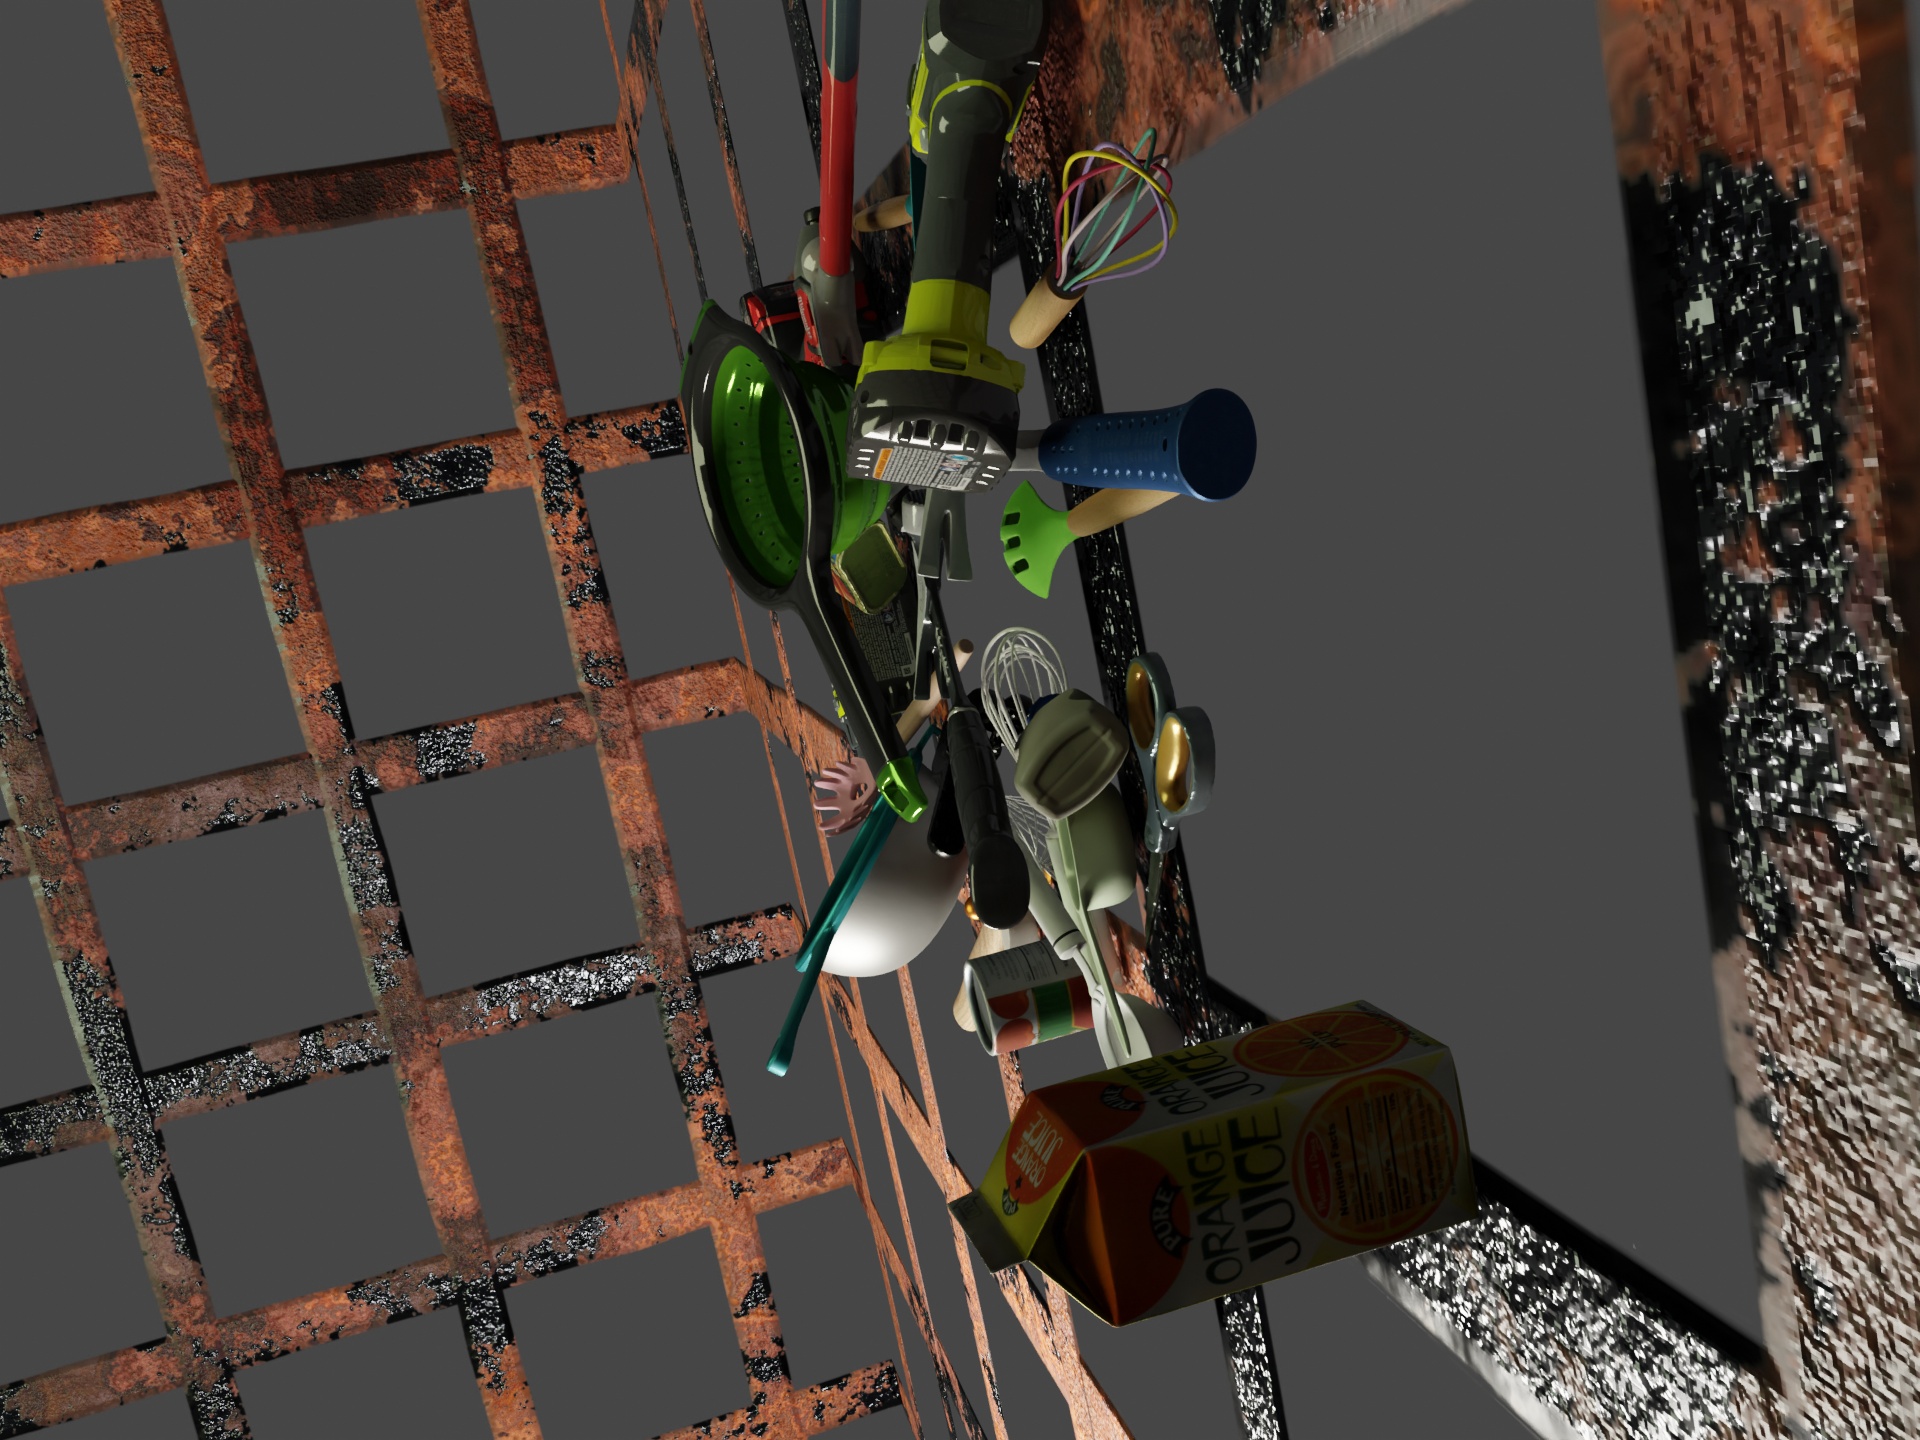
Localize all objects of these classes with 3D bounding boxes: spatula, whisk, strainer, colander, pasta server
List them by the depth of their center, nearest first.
[{"bbox_3d":[0.052,-0.216,0.742,0.245,0.047,0.051,174,100,-81],"label":"whisk"},{"bbox_3d":[0.071,0.139,0.947,0.259,0.050,0.086,57,158,27],"label":"strainer"},{"bbox_3d":[0.063,0.061,0.988,0.058,0.059,0.246,-27,-77,-58],"label":"whisk"},{"bbox_3d":[-0.045,-0.336,1.038,0.318,0.044,0.082,-137,43,-70],"label":"spatula"},{"bbox_3d":[-0.079,-0.116,1.110,0.397,0.094,0.204,65,150,19],"label":"colander"},{"bbox_3d":[0.024,0.062,1.140,0.285,0.070,0.070,-131,29,-73],"label":"whisk"},{"bbox_3d":[-0.065,0.171,1.288,0.211,0.095,0.341,-58,7,37],"label":"strainer"},{"bbox_3d":[-0.057,0.015,1.309,0.316,0.040,0.060,128,132,-56],"label":"pasta server"}]

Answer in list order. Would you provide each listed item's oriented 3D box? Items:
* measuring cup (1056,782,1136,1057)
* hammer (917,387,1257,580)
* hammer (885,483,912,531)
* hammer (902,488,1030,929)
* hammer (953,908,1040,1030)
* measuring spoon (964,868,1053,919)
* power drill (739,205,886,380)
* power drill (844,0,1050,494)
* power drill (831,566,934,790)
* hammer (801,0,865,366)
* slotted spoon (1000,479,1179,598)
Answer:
[{"bbox_3d":[0.087,0.107,0.892,0.083,0.038,0.168,83,174,-58],"label":"measuring cup"},{"bbox_3d":[0.044,-0.130,0.799,0.406,0.035,0.144,-149,65,-72],"label":"hammer"},{"bbox_3d":[-0.097,-0.181,1.366,0.127,0.034,0.337,46,170,-1],"label":"hammer"},{"bbox_3d":[-0.002,-0.003,0.948,0.409,0.036,0.149,-103,10,-62],"label":"hammer"},{"bbox_3d":[0.023,0.200,1.328,0.331,0.031,0.130,101,153,-62],"label":"hammer"},{"bbox_3d":[0.033,0.126,1.160,0.117,0.011,0.021,-32,69,54],"label":"measuring spoon"},{"bbox_3d":[-0.118,-0.327,1.301,0.220,0.078,0.143,-171,67,-73],"label":"power drill"},{"bbox_3d":[-0.005,-0.233,0.790,0.171,0.080,0.223,165,112,-83],"label":"power drill"},{"bbox_3d":[-0.079,-0.041,1.424,0.228,0.080,0.191,127,129,-78],"label":"power drill"},{"bbox_3d":[-0.074,-0.417,1.009,0.386,0.038,0.143,96,166,-45],"label":"hammer"},{"bbox_3d":[0.069,-0.108,0.818,0.314,0.031,0.070,174,85,-76],"label":"slotted spoon"}]
